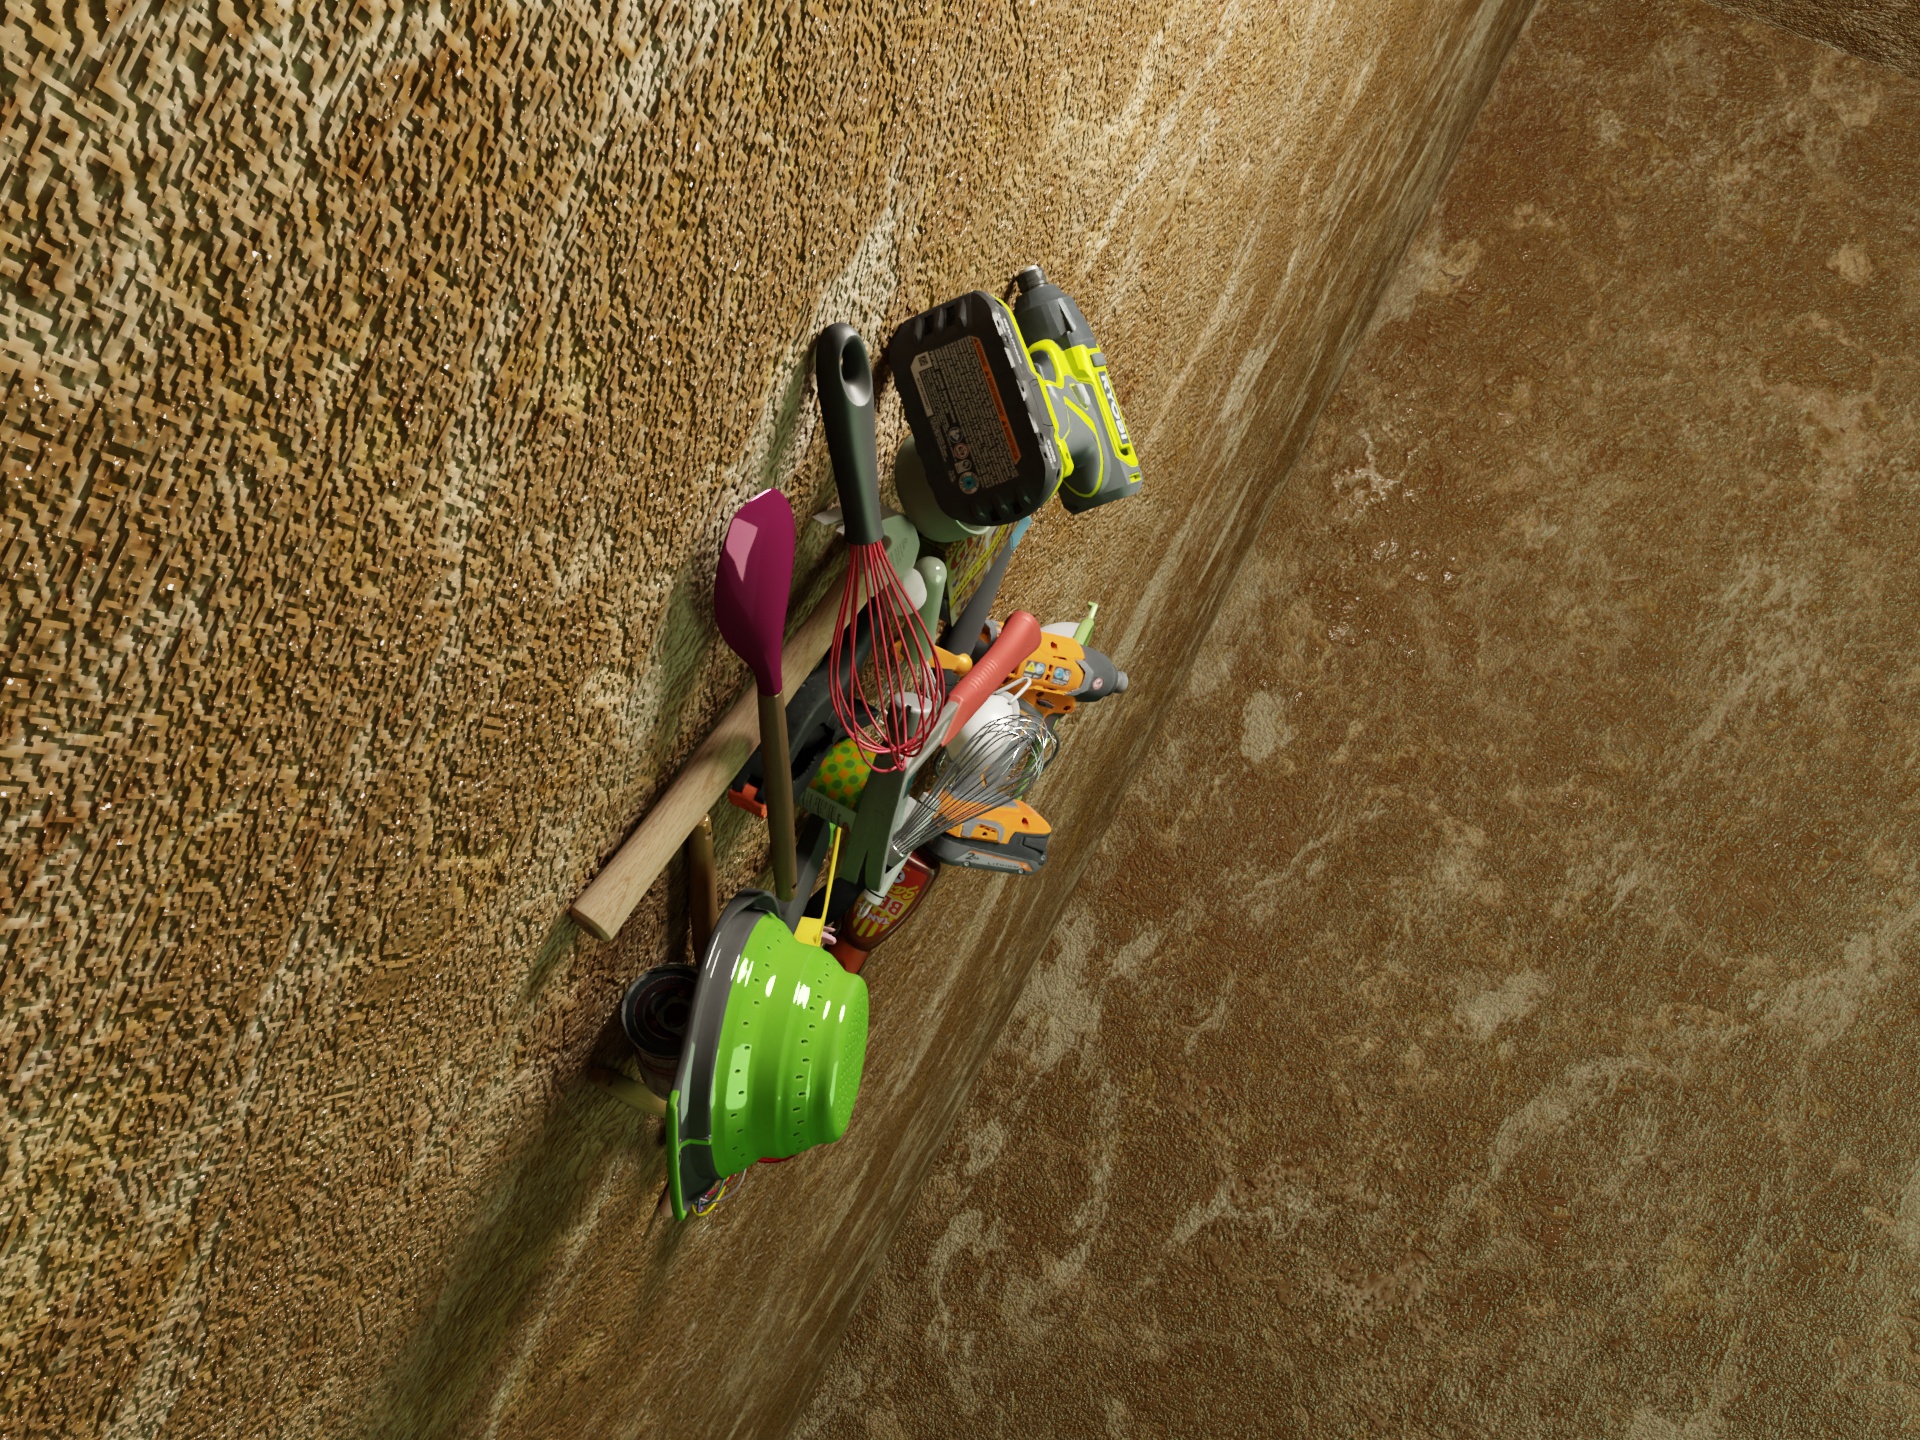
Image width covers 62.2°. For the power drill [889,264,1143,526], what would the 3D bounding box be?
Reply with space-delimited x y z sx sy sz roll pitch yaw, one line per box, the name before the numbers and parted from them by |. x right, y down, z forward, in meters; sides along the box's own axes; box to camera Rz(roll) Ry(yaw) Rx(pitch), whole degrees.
power drill | 0.043 -0.213 1.037 0.223 0.080 0.171 -32 103 -64

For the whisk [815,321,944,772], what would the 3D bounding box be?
whisk | -0.054 -0.092 0.939 0.073 0.073 0.295 -49 143 -45

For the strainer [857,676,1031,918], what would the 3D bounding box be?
strainer | -0.023 0.064 1.387 0.050 0.087 0.258 29 95 -33

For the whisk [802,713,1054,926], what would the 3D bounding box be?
whisk | -0.034 0.092 1.343 0.284 0.070 0.070 -40 173 16

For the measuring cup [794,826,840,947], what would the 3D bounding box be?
measuring cup | -0.123 0.147 1.313 0.062 0.029 0.157 103 -3 -54

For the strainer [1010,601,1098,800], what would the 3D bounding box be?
strainer | 0.067 -0.007 1.684 0.151 0.069 0.256 -60 172 -53

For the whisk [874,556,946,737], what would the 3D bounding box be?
whisk | -0.033 -0.049 1.214 0.059 0.058 0.246 -20 155 -17

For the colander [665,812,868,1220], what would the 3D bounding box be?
colander | -0.102 0.176 1.125 0.397 0.094 0.204 -73 168 -57

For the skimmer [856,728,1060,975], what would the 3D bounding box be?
skimmer | -0.029 0.147 1.576 0.127 0.090 0.363 29 90 -50

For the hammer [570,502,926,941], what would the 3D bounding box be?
hammer | -0.127 -0.005 0.982 0.331 0.031 0.130 -54 156 -22

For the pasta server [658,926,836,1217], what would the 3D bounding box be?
pasta server | -0.192 0.306 1.381 0.316 0.040 0.060 -64 163 14

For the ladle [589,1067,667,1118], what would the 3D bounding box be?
ladle | -0.233 0.295 1.228 0.069 0.031 0.315 -60 166 -15

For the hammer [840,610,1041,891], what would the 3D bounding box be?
hammer | -0.002 -0.004 1.249 0.359 0.037 0.149 -49 158 -63

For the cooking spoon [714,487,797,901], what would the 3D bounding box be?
cooking spoon | -0.112 0.000 0.953 0.069 0.017 0.318 -44 149 -38

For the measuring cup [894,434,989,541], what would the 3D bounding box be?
measuring cup | -0.008 -0.189 1.051 0.083 0.038 0.168 45 40 -42

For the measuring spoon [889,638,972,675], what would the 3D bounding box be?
measuring spoon | -0.022 -0.051 1.298 0.116 0.011 0.021 12 105 -58

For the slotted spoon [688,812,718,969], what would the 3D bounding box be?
slotted spoon | -0.184 0.162 1.143 0.070 0.031 0.313 -51 162 -36

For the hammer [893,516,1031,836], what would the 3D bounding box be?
hammer | -0.014 -0.036 1.389 0.331 0.033 0.128 -67 168 18

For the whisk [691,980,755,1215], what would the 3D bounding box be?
whisk | -0.179 0.275 1.272 0.047 0.051 0.245 15 88 -35

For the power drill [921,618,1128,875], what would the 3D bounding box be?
power drill | 0.060 0.026 1.490 0.084 0.164 0.226 43 -61 59
